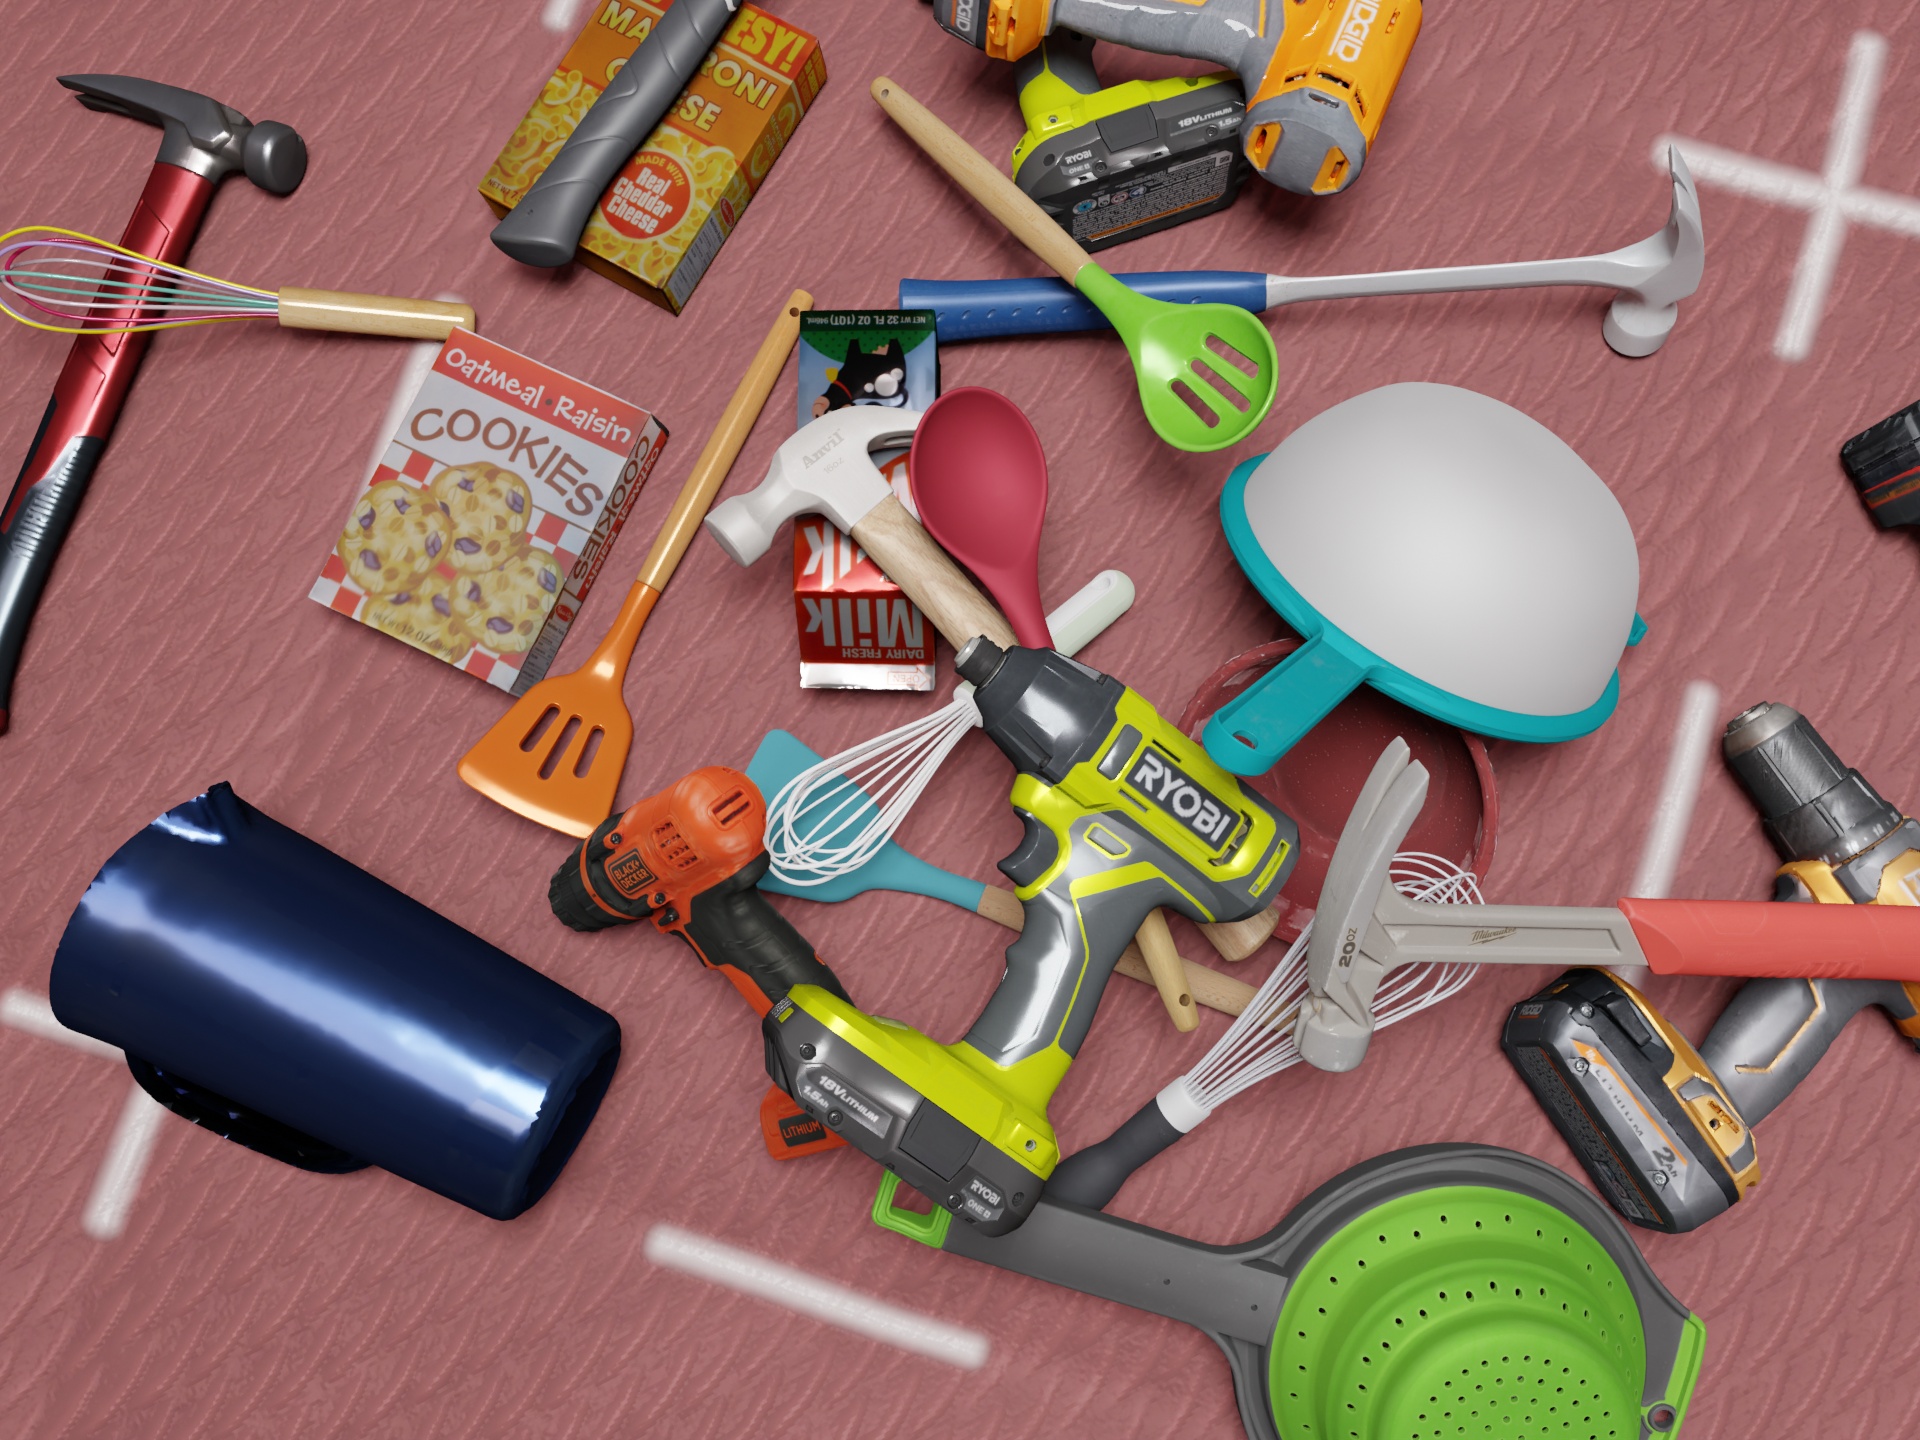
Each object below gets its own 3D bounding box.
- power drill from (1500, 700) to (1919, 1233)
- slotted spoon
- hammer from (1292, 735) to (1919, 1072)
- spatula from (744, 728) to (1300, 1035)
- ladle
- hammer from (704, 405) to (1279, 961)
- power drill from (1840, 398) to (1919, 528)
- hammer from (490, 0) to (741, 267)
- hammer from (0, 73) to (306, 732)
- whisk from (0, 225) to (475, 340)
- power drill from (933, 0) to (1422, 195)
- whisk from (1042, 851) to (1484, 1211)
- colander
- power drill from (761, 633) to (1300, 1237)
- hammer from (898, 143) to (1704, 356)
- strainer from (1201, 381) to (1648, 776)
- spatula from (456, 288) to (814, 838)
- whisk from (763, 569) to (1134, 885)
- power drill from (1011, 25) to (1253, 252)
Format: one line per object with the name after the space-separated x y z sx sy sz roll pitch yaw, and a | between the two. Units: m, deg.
0.375 0.113 0.767 0.226 0.084 0.185 -32 81 -7 | power drill
0.049 -0.240 0.801 0.070 0.031 0.314 -51 63 19 | slotted spoon
0.323 0.085 0.674 0.359 0.037 0.149 3 120 -12 | hammer
0.035 0.099 0.802 0.317 0.044 0.082 20 73 5 | spatula
0.050 -0.003 0.741 0.069 0.031 0.315 -21 90 -18 | ladle
0.035 -0.017 0.769 0.130 0.031 0.331 -43 93 -13 | hammer
0.572 -0.074 0.791 0.188 0.080 0.227 -22 83 -1 | power drill
-0.121 -0.413 0.854 0.149 0.036 0.409 34 86 19 | hammer
-0.500 -0.173 0.878 0.143 0.038 0.386 18 82 7 | hammer
-0.387 -0.228 0.851 0.245 0.051 0.047 2 82 -15 | whisk
0.118 -0.373 0.786 0.226 0.084 0.164 24 75 3 | power drill
0.128 0.161 0.745 0.284 0.070 0.070 -43 80 18 | whisk
0.152 0.278 0.705 0.397 0.094 0.204 17 95 -2 | colander
0.021 0.087 0.683 0.171 0.080 0.223 37 79 -9 | power drill
0.169 -0.226 0.821 0.405 0.144 0.035 -1 74 9 | hammer
0.201 -0.072 0.690 0.211 0.340 0.095 38 127 15 | strainer
-0.155 -0.093 0.846 0.081 0.041 0.323 27 81 -6 | spatula
-0.001 -0.003 0.797 0.246 0.058 0.059 -39 123 -21 | whisk
0.082 -0.388 0.868 0.190 0.080 0.229 -18 77 1 | power drill
